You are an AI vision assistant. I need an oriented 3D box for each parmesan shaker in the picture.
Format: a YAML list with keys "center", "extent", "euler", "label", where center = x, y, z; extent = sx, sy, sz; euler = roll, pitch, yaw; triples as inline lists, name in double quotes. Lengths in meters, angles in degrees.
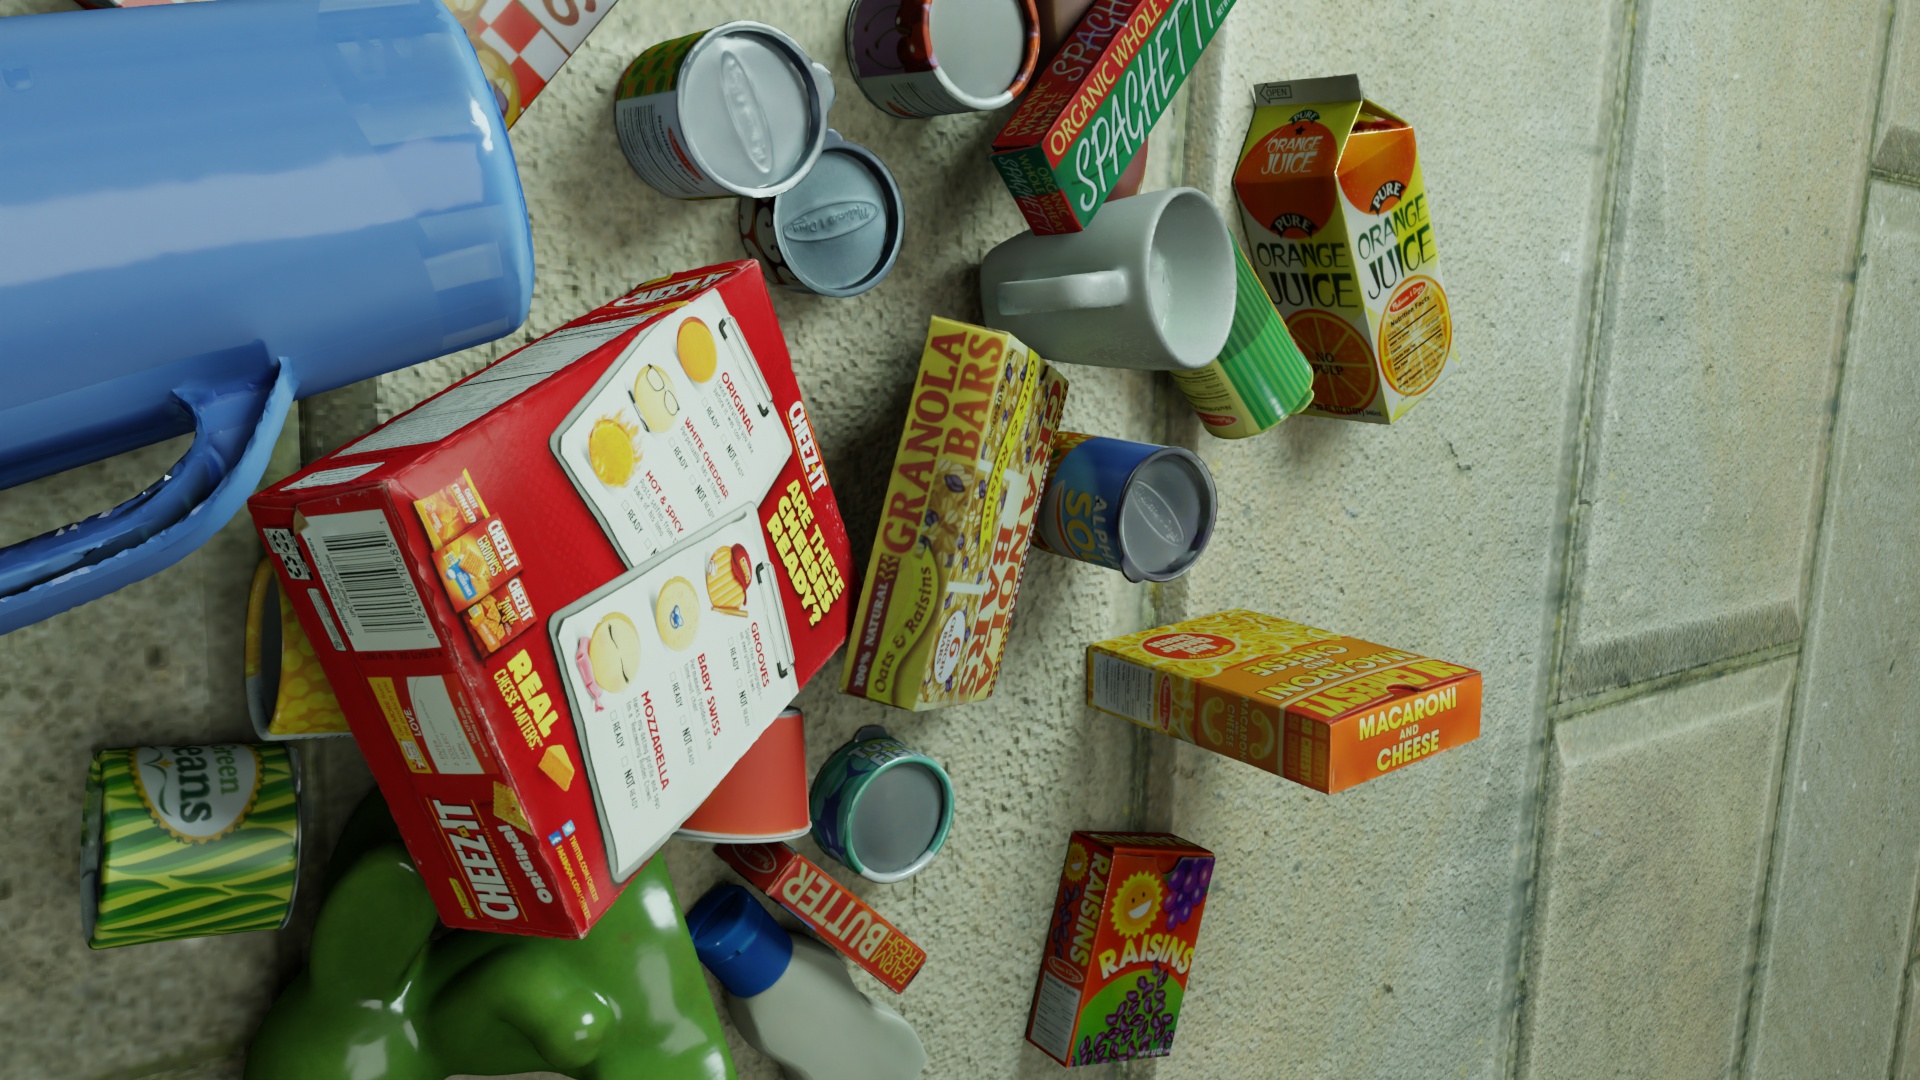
- center: [0.138, -0.112, 0.737]
  extent: [0.071, 0.071, 0.103]
  euler: [-52, 125, -18]
  label: "parmesan shaker"

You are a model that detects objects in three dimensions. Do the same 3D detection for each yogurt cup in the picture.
- center: [-0.097, 0.099, 0.605]
  extent: [0.072, 0.072, 0.054]
  euler: [4, 89, -38]
  label: "yogurt cup"

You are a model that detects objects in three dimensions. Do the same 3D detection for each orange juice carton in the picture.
- center: [0.216, -0.168, 0.787]
  extent: [0.073, 0.072, 0.192]
  euler: [-36, 119, -27]
  label: "orange juice carton"

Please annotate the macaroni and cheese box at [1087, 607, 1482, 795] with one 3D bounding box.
- center: [0.168, 0.079, 0.738]
  extent: [0.124, 0.166, 0.040]
  euler: [-10, 105, -36]
  label: "macaroni and cheese box"

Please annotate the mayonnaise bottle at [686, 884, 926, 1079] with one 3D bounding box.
- center: [-0.075, 0.222, 0.661]
  extent: [0.065, 0.041, 0.147]
  euler: [-46, 122, -23]
  label: "mayonnaise bottle"

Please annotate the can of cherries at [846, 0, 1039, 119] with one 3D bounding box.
- center: [-0.007, -0.224, 0.613]
  extent: [0.072, 0.058, 0.071]
  euler: [-9, 105, -36]
  label: "can of cherries"

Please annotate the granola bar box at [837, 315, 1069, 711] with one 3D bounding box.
- center: [0.002, -0.008, 0.637]
  extent: [0.124, 0.039, 0.165]
  euler: [12, 92, -73]
  label: "granola bar box"

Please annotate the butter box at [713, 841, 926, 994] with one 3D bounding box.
- center: [-0.064, 0.171, 0.650]
  extent: [0.024, 0.053, 0.103]
  euler: [-52, 125, -15]
  label: "butter box"

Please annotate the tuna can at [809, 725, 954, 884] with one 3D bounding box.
- center: [-0.037, 0.128, 0.675]
  extent: [0.071, 0.033, 0.071]
  euler: [-9, 105, -36]
  label: "tuna can"

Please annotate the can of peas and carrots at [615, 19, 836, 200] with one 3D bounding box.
- center: [-0.094, -0.171, 0.557]
  extent: [0.071, 0.059, 0.070]
  euler: [-9, 104, -37]
  label: "can of peas and carrots"

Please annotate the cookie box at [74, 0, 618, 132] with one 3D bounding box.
- center: [-0.194, -0.205, 0.485]
  extent: [0.122, 0.040, 0.168]
  euler: [44, 72, -34]
  label: "cookie box"

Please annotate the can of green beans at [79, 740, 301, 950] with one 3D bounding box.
- center: [-0.264, 0.103, 0.476]
  extent: [0.058, 0.071, 0.071]
  euler: [4, 97, -37]
  label: "can of green beans"

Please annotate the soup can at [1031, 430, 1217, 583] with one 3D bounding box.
- center: [0.074, -0.017, 0.700]
  extent: [0.071, 0.084, 0.071]
  euler: [-8, 104, -36]
  label: "soup can"

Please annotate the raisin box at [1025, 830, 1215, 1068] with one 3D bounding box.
- center: [0.092, 0.230, 0.791]
  extent: [0.086, 0.040, 0.123]
  euler: [12, 91, -37]
  label: "raisin box"

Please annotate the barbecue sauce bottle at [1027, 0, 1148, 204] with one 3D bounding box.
- center: [0.066, -0.202, 0.683]
  extent: [0.065, 0.043, 0.148]
  euler: [-23, 113, -36]
  label: "barbecue sauce bottle"

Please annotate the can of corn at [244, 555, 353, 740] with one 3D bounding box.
- center: [-0.218, 0.035, 0.497]
  extent: [0.058, 0.071, 0.071]
  euler: [3, 98, -37]
  label: "can of corn"

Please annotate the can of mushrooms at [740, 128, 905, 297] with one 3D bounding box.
- center: [-0.060, -0.142, 0.605]
  extent: [0.071, 0.033, 0.071]
  euler: [-9, 104, -35]
  label: "can of mushrooms"

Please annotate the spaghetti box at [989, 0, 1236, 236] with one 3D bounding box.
- center: [0.091, -0.242, 0.648]
  extent: [0.251, 0.028, 0.050]
  euler: [-58, 135, -26]
  label: "spaghetti box"
